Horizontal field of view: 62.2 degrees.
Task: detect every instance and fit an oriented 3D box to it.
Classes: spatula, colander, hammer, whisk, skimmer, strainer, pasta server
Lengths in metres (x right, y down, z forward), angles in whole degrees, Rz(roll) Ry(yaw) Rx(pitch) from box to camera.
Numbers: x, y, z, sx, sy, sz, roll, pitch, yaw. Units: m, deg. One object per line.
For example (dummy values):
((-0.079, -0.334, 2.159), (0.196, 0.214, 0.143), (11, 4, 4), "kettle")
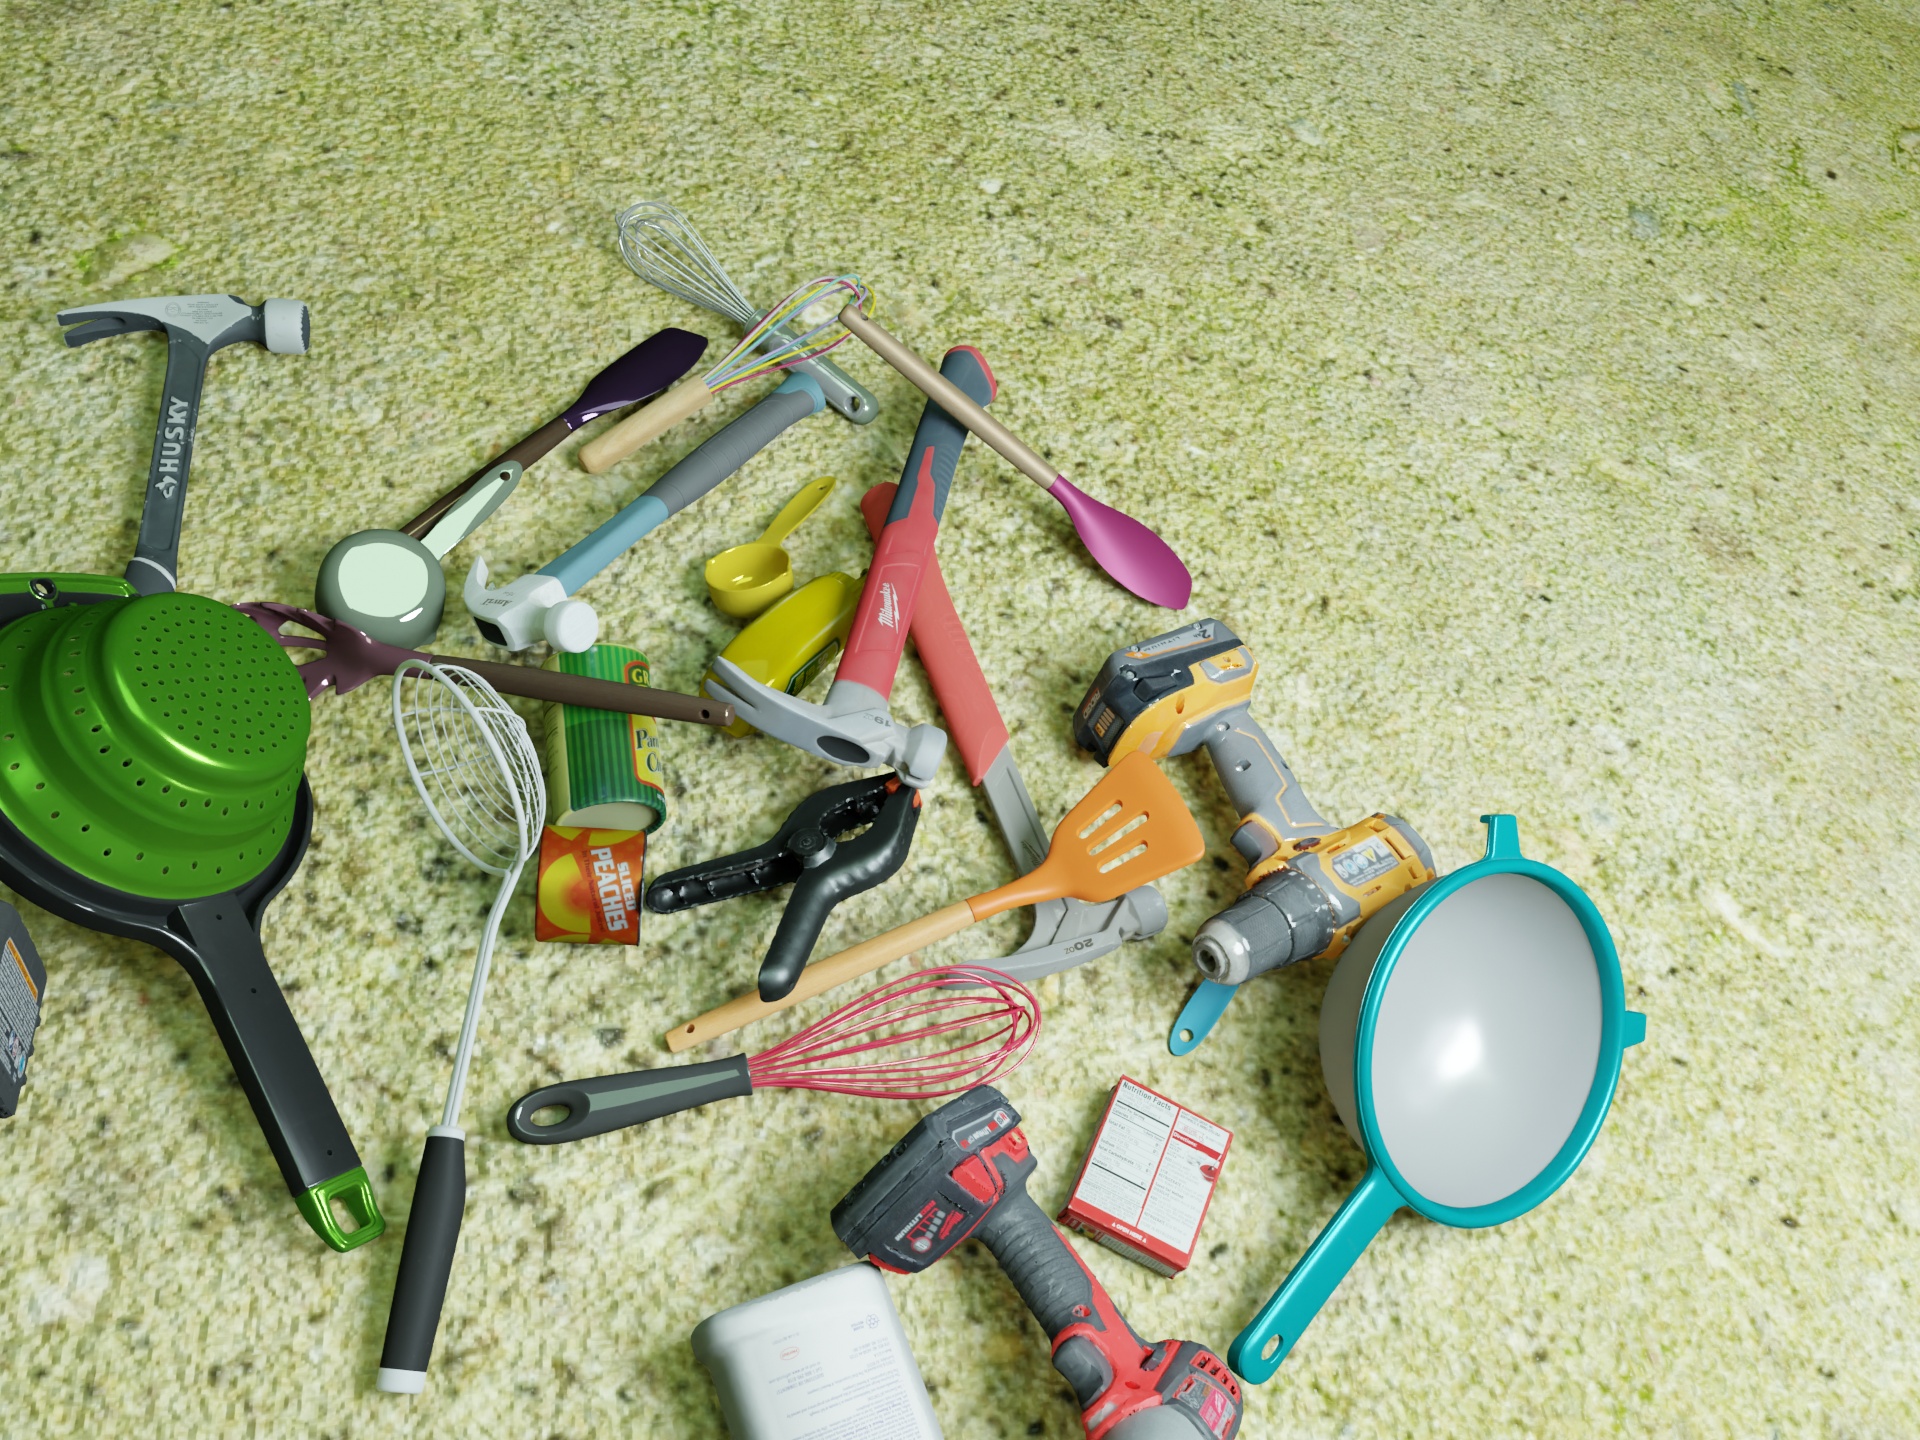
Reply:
((-0.017, 0.114, 0.910), (0.322, 0.041, 0.081), (-23, 59, -12), "spatula")
((-0.367, 0.072, 0.805), (0.397, 0.094, 0.204), (61, 25, 9), "colander")
((-0.002, -0.003, 1.028), (0.149, 0.036, 0.359), (-12, 63, -22), "hammer")
((-0.157, -0.297, 1.166), (0.246, 0.057, 0.059), (39, 24, 6), "whisk")
((-0.097, 0.189, 0.871), (0.295, 0.073, 0.073), (-10, 62, -13), "whisk")
((-0.159, -0.242, 1.107), (0.245, 0.051, 0.047), (-37, 89, -16), "whisk")
((-0.281, 0.147, 0.818), (0.090, 0.127, 0.364), (17, 64, -28), "skimmer")
((-0.285, -0.185, 1.073), (0.060, 0.018, 0.316), (24, 53, 29), "spatula")
((-0.047, -0.129, 1.038), (0.143, 0.038, 0.387), (23, 48, -10), "hammer")
((-0.491, -0.106, 0.961), (0.149, 0.036, 0.409), (1, 59, -13), "hammer")
((0.242, 0.224, 0.915), (0.340, 0.095, 0.210), (-46, 113, -17), "strainer")
((-0.281, -0.025, 0.911), (0.316, 0.060, 0.040), (9, 16, 13), "pasta server")
((-0.192, -0.145, 1.041), (0.128, 0.033, 0.331), (7, 39, 34), "hammer")

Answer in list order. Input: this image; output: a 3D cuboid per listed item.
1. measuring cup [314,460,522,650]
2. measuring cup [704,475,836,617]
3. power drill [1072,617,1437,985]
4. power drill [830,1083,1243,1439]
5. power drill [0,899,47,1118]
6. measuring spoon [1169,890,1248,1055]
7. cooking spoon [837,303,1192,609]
((-0.328, -0.113, 0.989), (0.083, 0.038, 0.168), (40, 63, -6), "measuring cup")
((-0.119, -0.119, 1.077), (0.062, 0.029, 0.157), (8, 39, 21), "measuring cup")
((0.165, 0.054, 0.989), (0.185, 0.084, 0.226), (-20, 62, -36), "power drill")
((0.045, 0.296, 0.793), (0.220, 0.143, 0.078), (46, 103, 15), "power drill")
((-0.555, 0.121, 0.712), (0.228, 0.190, 0.080), (6, 58, -17), "power drill")
((0.165, 0.159, 0.987), (0.042, 0.021, 0.129), (35, 65, 13), "measuring spoon")
((0.044, -0.181, 1.099), (0.318, 0.017, 0.069), (36, 47, -17), "cooking spoon")
